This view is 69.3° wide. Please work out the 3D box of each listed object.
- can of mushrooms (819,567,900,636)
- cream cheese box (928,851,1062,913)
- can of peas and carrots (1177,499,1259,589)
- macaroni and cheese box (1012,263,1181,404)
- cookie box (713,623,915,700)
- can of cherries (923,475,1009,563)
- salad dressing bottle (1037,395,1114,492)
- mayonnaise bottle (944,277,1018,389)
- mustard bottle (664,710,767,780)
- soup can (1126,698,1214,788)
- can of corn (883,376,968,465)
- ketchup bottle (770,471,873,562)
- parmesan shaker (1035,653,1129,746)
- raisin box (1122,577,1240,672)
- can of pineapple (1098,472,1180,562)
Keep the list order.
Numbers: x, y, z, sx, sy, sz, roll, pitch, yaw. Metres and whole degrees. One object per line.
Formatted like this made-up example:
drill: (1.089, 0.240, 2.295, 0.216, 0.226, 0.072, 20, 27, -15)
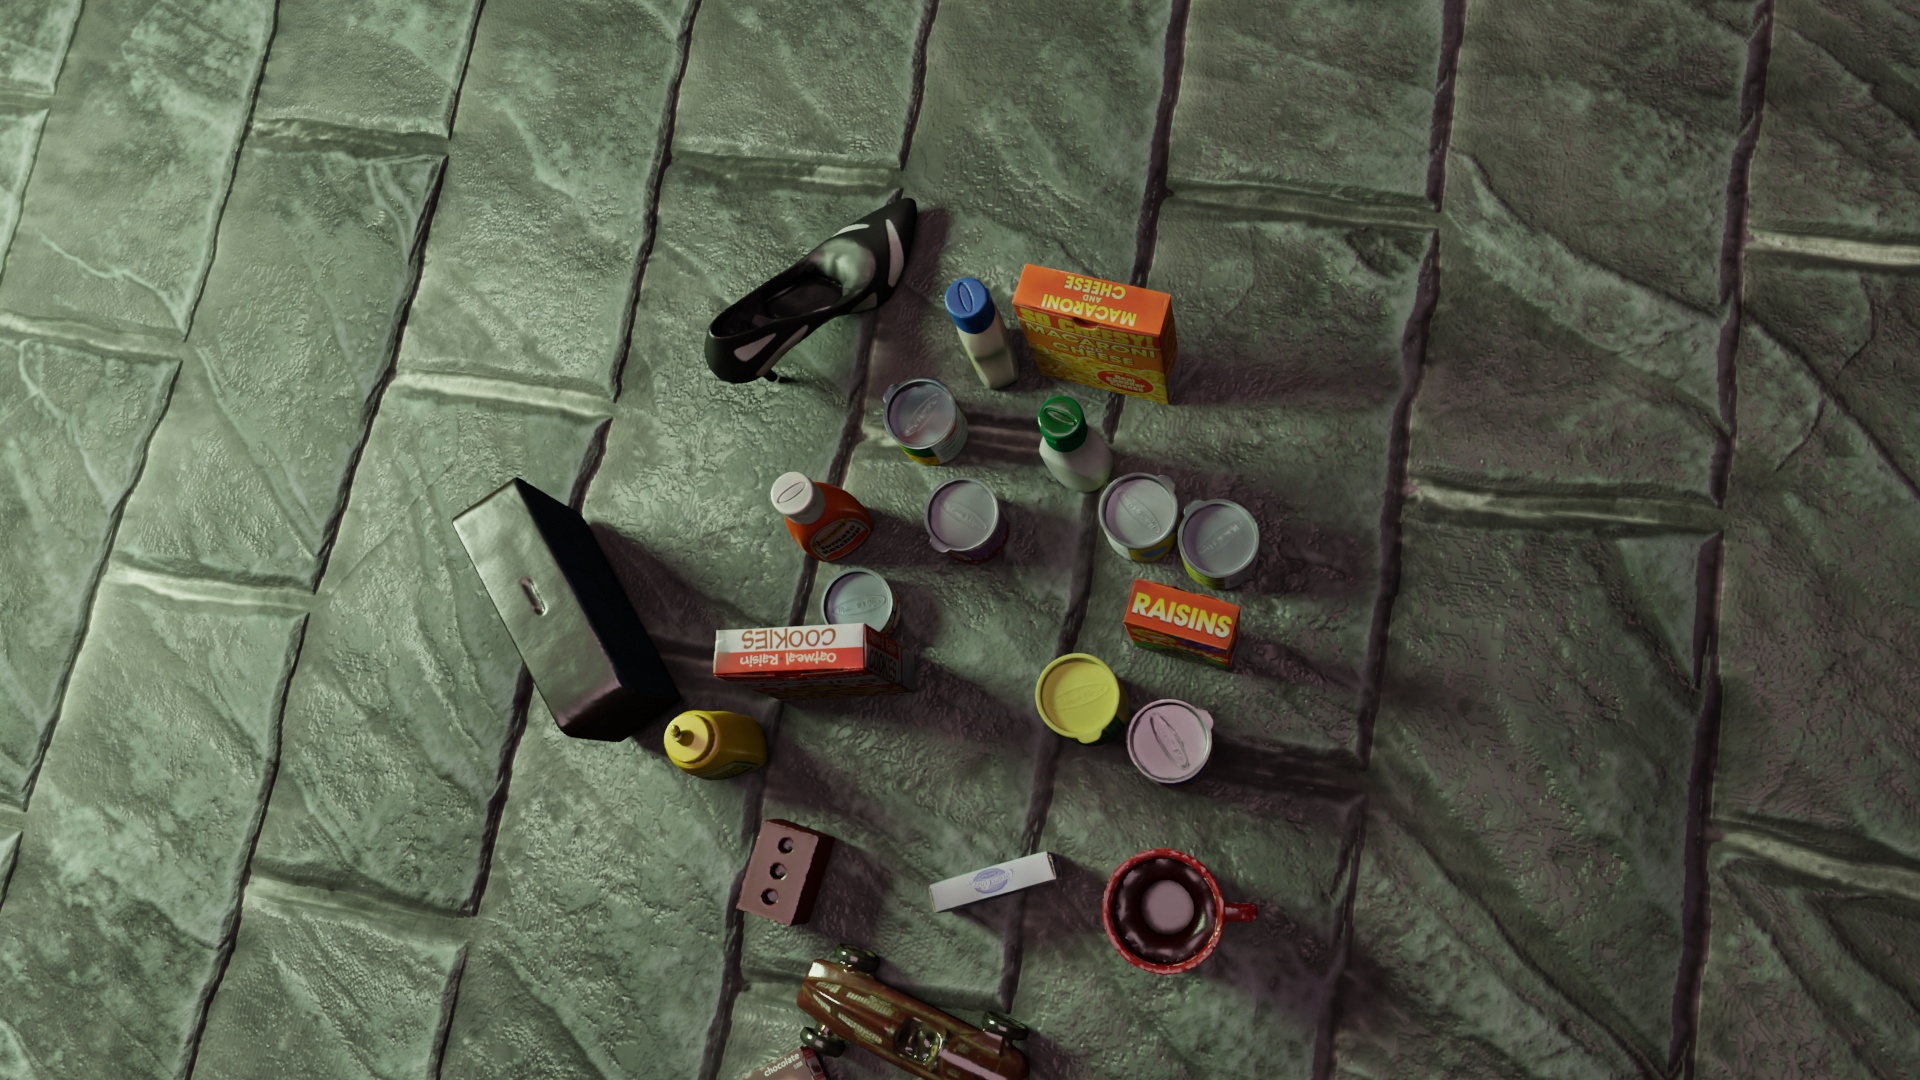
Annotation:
can of mushrooms: (-0.088, 0.062, 1.224, 0.071, 0.033, 0.071, -3, 76, 11)
cream cheese box: (0.030, 0.279, 1.136, 0.104, 0.053, 0.024, -18, 74, 7)
can of peas and carrots: (0.215, 0.002, 1.164, 0.071, 0.058, 0.071, -3, 76, 11)
macaroni and cheese box: (0.119, -0.170, 1.170, 0.124, 0.166, 0.040, 15, 80, 15)
cookie box: (-0.116, 0.103, 1.149, 0.123, 0.167, 0.040, -4, 76, 11)
can of cherries: (0.004, -0.015, 1.211, 0.071, 0.058, 0.071, -3, 76, 11)
salad dressing bottle: (0.093, -0.080, 1.163, 0.064, 0.147, 0.044, 26, 83, 16)
mayonnaise bottle: (0.018, -0.182, 1.203, 0.041, 0.148, 0.065, -19, 74, 7)
mustard bottle: (-0.211, 0.169, 1.156, 0.065, 0.160, 0.049, -19, 74, 7)
soup can: (0.173, 0.164, 1.120, 0.071, 0.083, 0.071, -3, 76, 11)
can of corn: (-0.032, -0.107, 1.241, 0.071, 0.058, 0.071, -3, 76, 11)
ketchup bottle: (-0.123, -0.023, 1.192, 0.065, 0.148, 0.043, -35, 73, 2)
parmesan shaker: (0.102, 0.135, 1.131, 0.071, 0.103, 0.071, -3, 76, 11)
raisin box: (0.181, 0.069, 1.121, 0.086, 0.123, 0.040, 16, 81, 15)
can of pineapple: (0.155, -0.020, 1.182, 0.071, 0.058, 0.071, -3, 76, 11)
